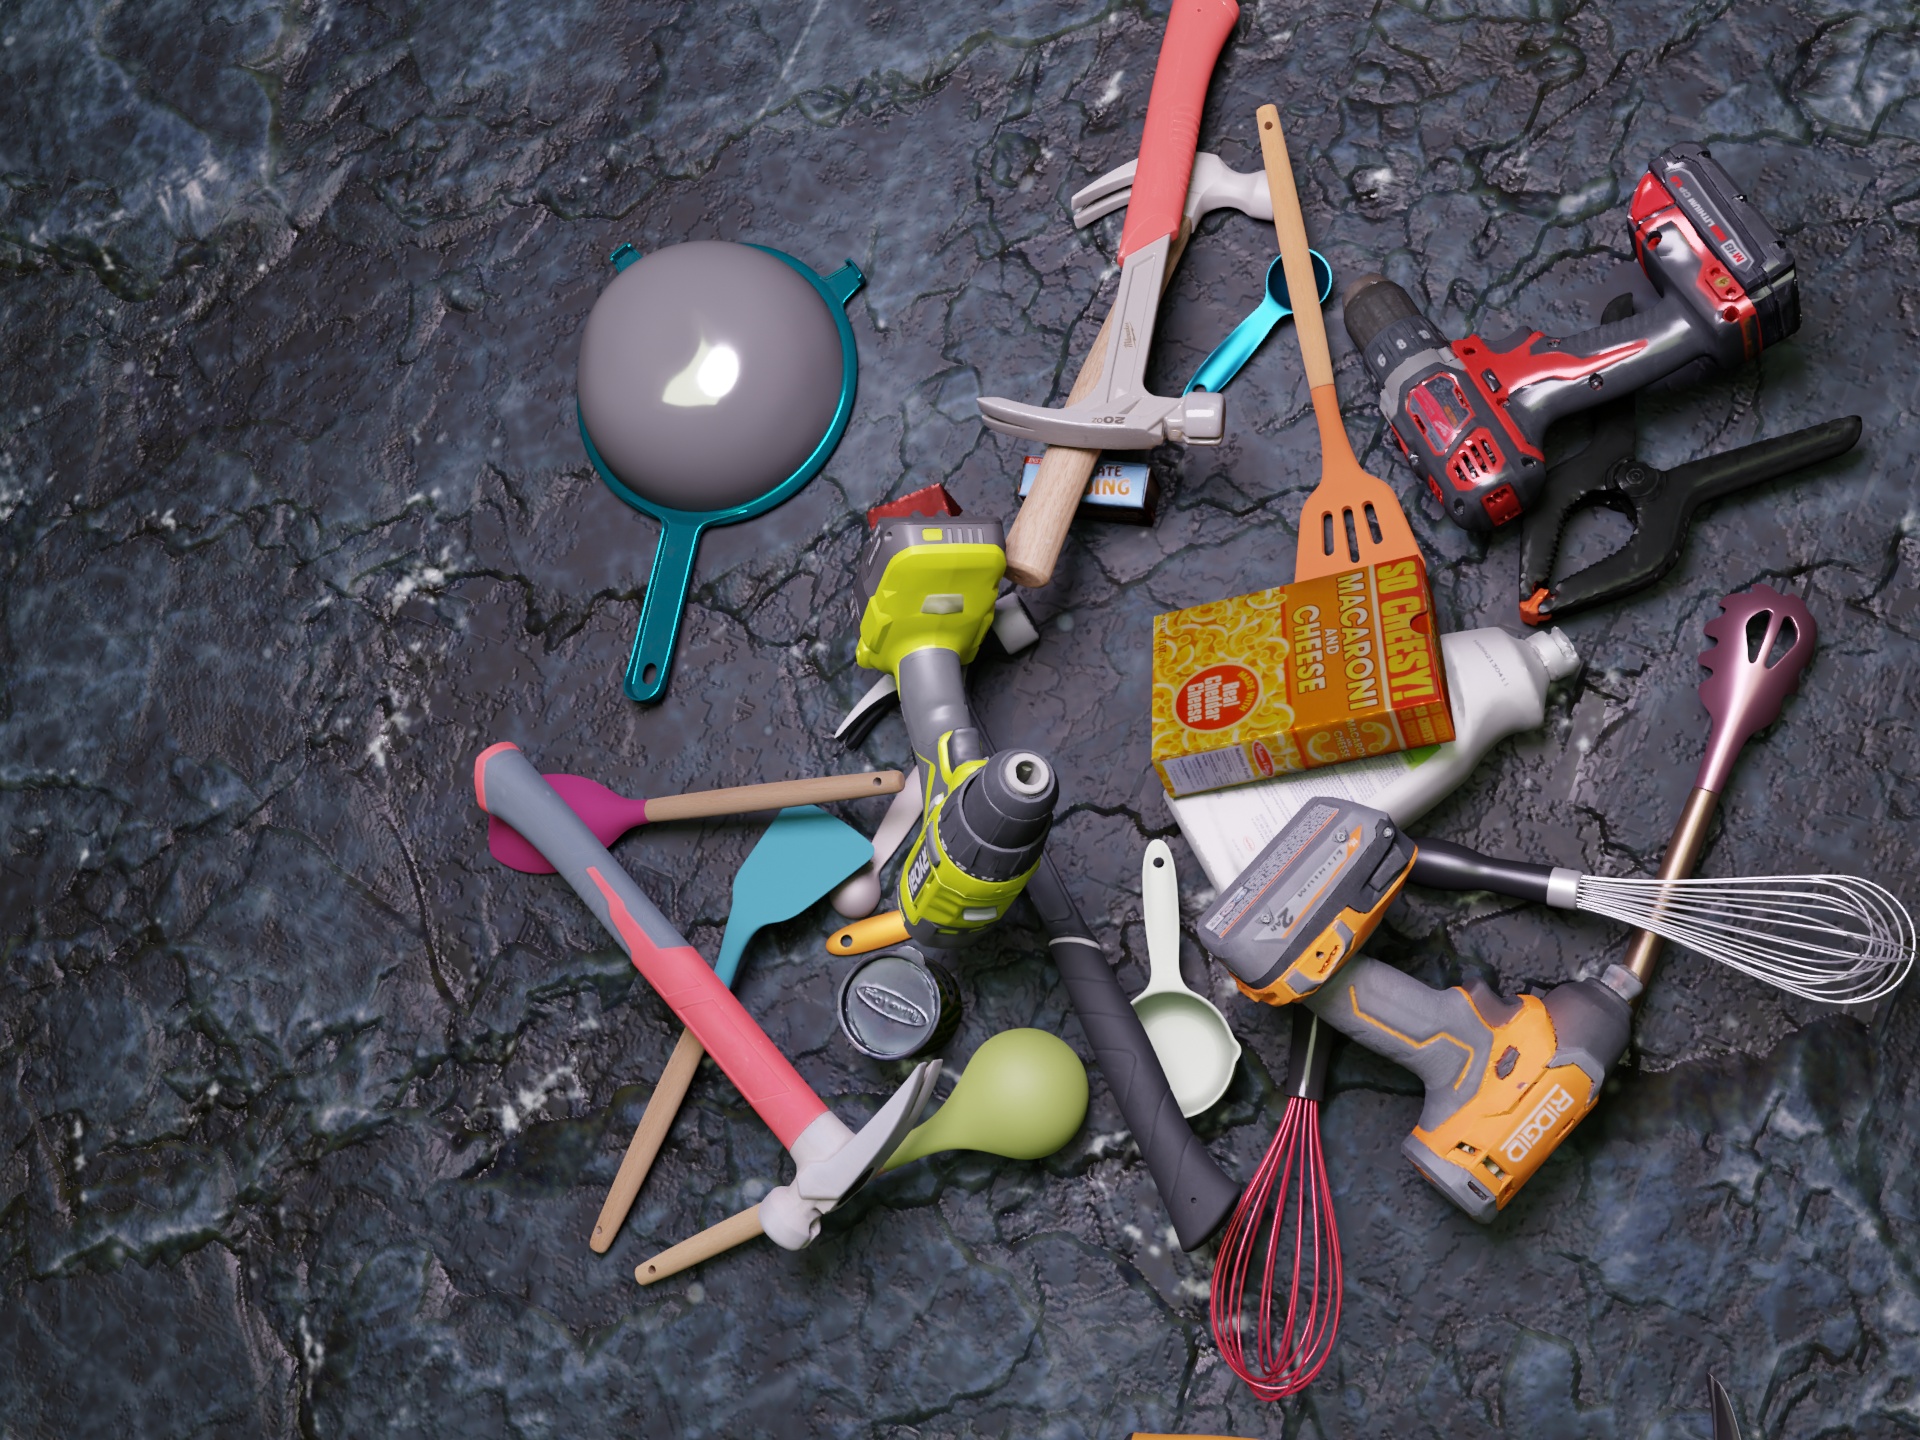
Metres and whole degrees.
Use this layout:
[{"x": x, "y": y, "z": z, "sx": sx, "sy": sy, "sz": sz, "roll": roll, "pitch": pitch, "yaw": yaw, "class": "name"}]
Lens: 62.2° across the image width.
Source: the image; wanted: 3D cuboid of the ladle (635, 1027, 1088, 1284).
[{"x": -0.065, "y": 0.283, "z": 0.992, "sx": 0.320, "sy": 0.062, "sz": 0.078, "roll": -29, "pitch": 74, "yaw": 14, "class": "ladle"}]

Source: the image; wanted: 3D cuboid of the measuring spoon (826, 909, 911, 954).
[{"x": -0.033, "y": 0.129, "z": 1.022, "sx": 0.117, "sy": 0.011, "sz": 0.021, "roll": -18, "pitch": 76, "yaw": 10, "class": "measuring spoon"}]

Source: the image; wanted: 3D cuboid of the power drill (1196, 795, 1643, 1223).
[{"x": 0.262, "y": 0.145, "z": 0.878, "sx": 0.226, "sy": 0.084, "sz": 0.164, "roll": 44, "pitch": 88, "yaw": -6, "class": "power drill"}]

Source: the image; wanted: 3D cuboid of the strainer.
[{"x": -0.195, "y": -0.184, "z": 1.077, "sx": 0.211, "sy": 0.095, "sz": 0.340, "roll": 8, "pitch": 80, "yaw": 15, "class": "strainer"}]

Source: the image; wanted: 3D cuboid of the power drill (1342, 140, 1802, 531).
[{"x": 0.352, "y": -0.240, "z": 0.950, "sx": 0.226, "sy": 0.080, "sz": 0.188, "roll": -32, "pitch": 61, "yaw": 18, "class": "power drill"}]

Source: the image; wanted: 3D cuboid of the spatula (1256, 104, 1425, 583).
[{"x": 0.222, "y": -0.235, "z": 1.001, "sx": 0.081, "sy": 0.041, "sz": 0.323, "roll": -12, "pitch": 86, "yaw": 21, "class": "spatula"}]

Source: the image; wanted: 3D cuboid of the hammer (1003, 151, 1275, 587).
[{"x": 0.095, "y": -0.231, "z": 1.015, "sx": 0.130, "sy": 0.031, "sz": 0.331, "roll": 17, "pitch": 70, "yaw": 18, "class": "hammer"}]

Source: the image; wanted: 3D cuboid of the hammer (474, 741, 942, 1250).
[{"x": -0.178, "y": 0.136, "z": 1.000, "sx": 0.387, "sy": 0.038, "sz": 0.143, "roll": 44, "pitch": 102, "yaw": 23, "class": "hammer"}]

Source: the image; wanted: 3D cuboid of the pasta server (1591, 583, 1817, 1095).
[{"x": 0.420, "y": 0.067, "z": 0.920, "sx": 0.060, "sy": 0.040, "sz": 0.316, "roll": 21, "pitch": 89, "yaw": 16, "class": "pasta server"}]

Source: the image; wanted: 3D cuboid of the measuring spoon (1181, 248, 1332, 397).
[{"x": 0.191, "y": -0.252, "z": 1.042, "sx": 0.042, "sy": 0.021, "sz": 0.128, "roll": 45, "pitch": 101, "yaw": 10, "class": "measuring spoon"}]

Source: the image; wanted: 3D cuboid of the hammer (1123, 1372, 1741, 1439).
[{"x": 0.257, "y": 0.421, "z": 0.886, "sx": 0.337, "sy": 0.034, "sz": 0.127, "roll": -1, "pitch": 80, "yaw": 13, "class": "hammer"}]

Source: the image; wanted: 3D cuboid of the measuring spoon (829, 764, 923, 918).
[{"x": -0.047, "y": 0.072, "z": 1.033, "sx": 0.034, "sy": 0.018, "sz": 0.124, "roll": 30, "pitch": 87, "yaw": 17, "class": "measuring spoon"}]

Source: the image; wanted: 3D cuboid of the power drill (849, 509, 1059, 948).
[{"x": -0.001, "y": -0.003, "z": 0.905, "sx": 0.080, "sy": 0.190, "sz": 0.229, "roll": -3, "pitch": 64, "yaw": -16, "class": "power drill"}]

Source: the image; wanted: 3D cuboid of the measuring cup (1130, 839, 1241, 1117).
[{"x": 0.127, "y": 0.157, "z": 0.968, "sx": 0.083, "sy": 0.038, "sz": 0.168, "roll": -6, "pitch": 72, "yaw": 14, "class": "measuring cup"}]

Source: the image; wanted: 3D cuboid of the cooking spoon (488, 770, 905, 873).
[{"x": -0.183, "y": 0.057, "z": 1.048, "sx": 0.319, "sy": 0.017, "sz": 0.069, "roll": -7, "pitch": 78, "yaw": 22, "class": "cooking spoon"}]

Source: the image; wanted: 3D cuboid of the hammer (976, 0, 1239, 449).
[{"x": 0.117, "y": -0.333, "z": 1.019, "sx": 0.149, "sy": 0.036, "sz": 0.359, "roll": 7, "pitch": 68, "yaw": 14, "class": "hammer"}]

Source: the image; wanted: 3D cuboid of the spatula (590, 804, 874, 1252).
[{"x": -0.161, "y": 0.202, "z": 1.029, "sx": 0.082, "sy": 0.044, "sz": 0.317, "roll": 28, "pitch": 93, "yaw": 35, "class": "spatula"}]

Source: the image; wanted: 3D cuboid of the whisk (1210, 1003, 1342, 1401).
[{"x": 0.196, "y": 0.239, "z": 0.923, "sx": 0.073, "sy": 0.073, "sz": 0.296, "roll": 8, "pitch": 76, "yaw": 15, "class": "whisk"}]

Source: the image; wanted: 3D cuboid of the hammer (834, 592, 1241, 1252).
[{"x": 0.055, "y": 0.121, "z": 0.962, "sx": 0.149, "sy": 0.036, "sz": 0.409, "roll": -29, "pitch": 66, "yaw": 7, "class": "hammer"}]

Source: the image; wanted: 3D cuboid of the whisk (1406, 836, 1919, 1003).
[{"x": 0.372, "y": 0.101, "z": 0.888, "sx": 0.285, "sy": 0.070, "sz": 0.070, "roll": 10, "pitch": 82, "yaw": 31, "class": "whisk"}]
